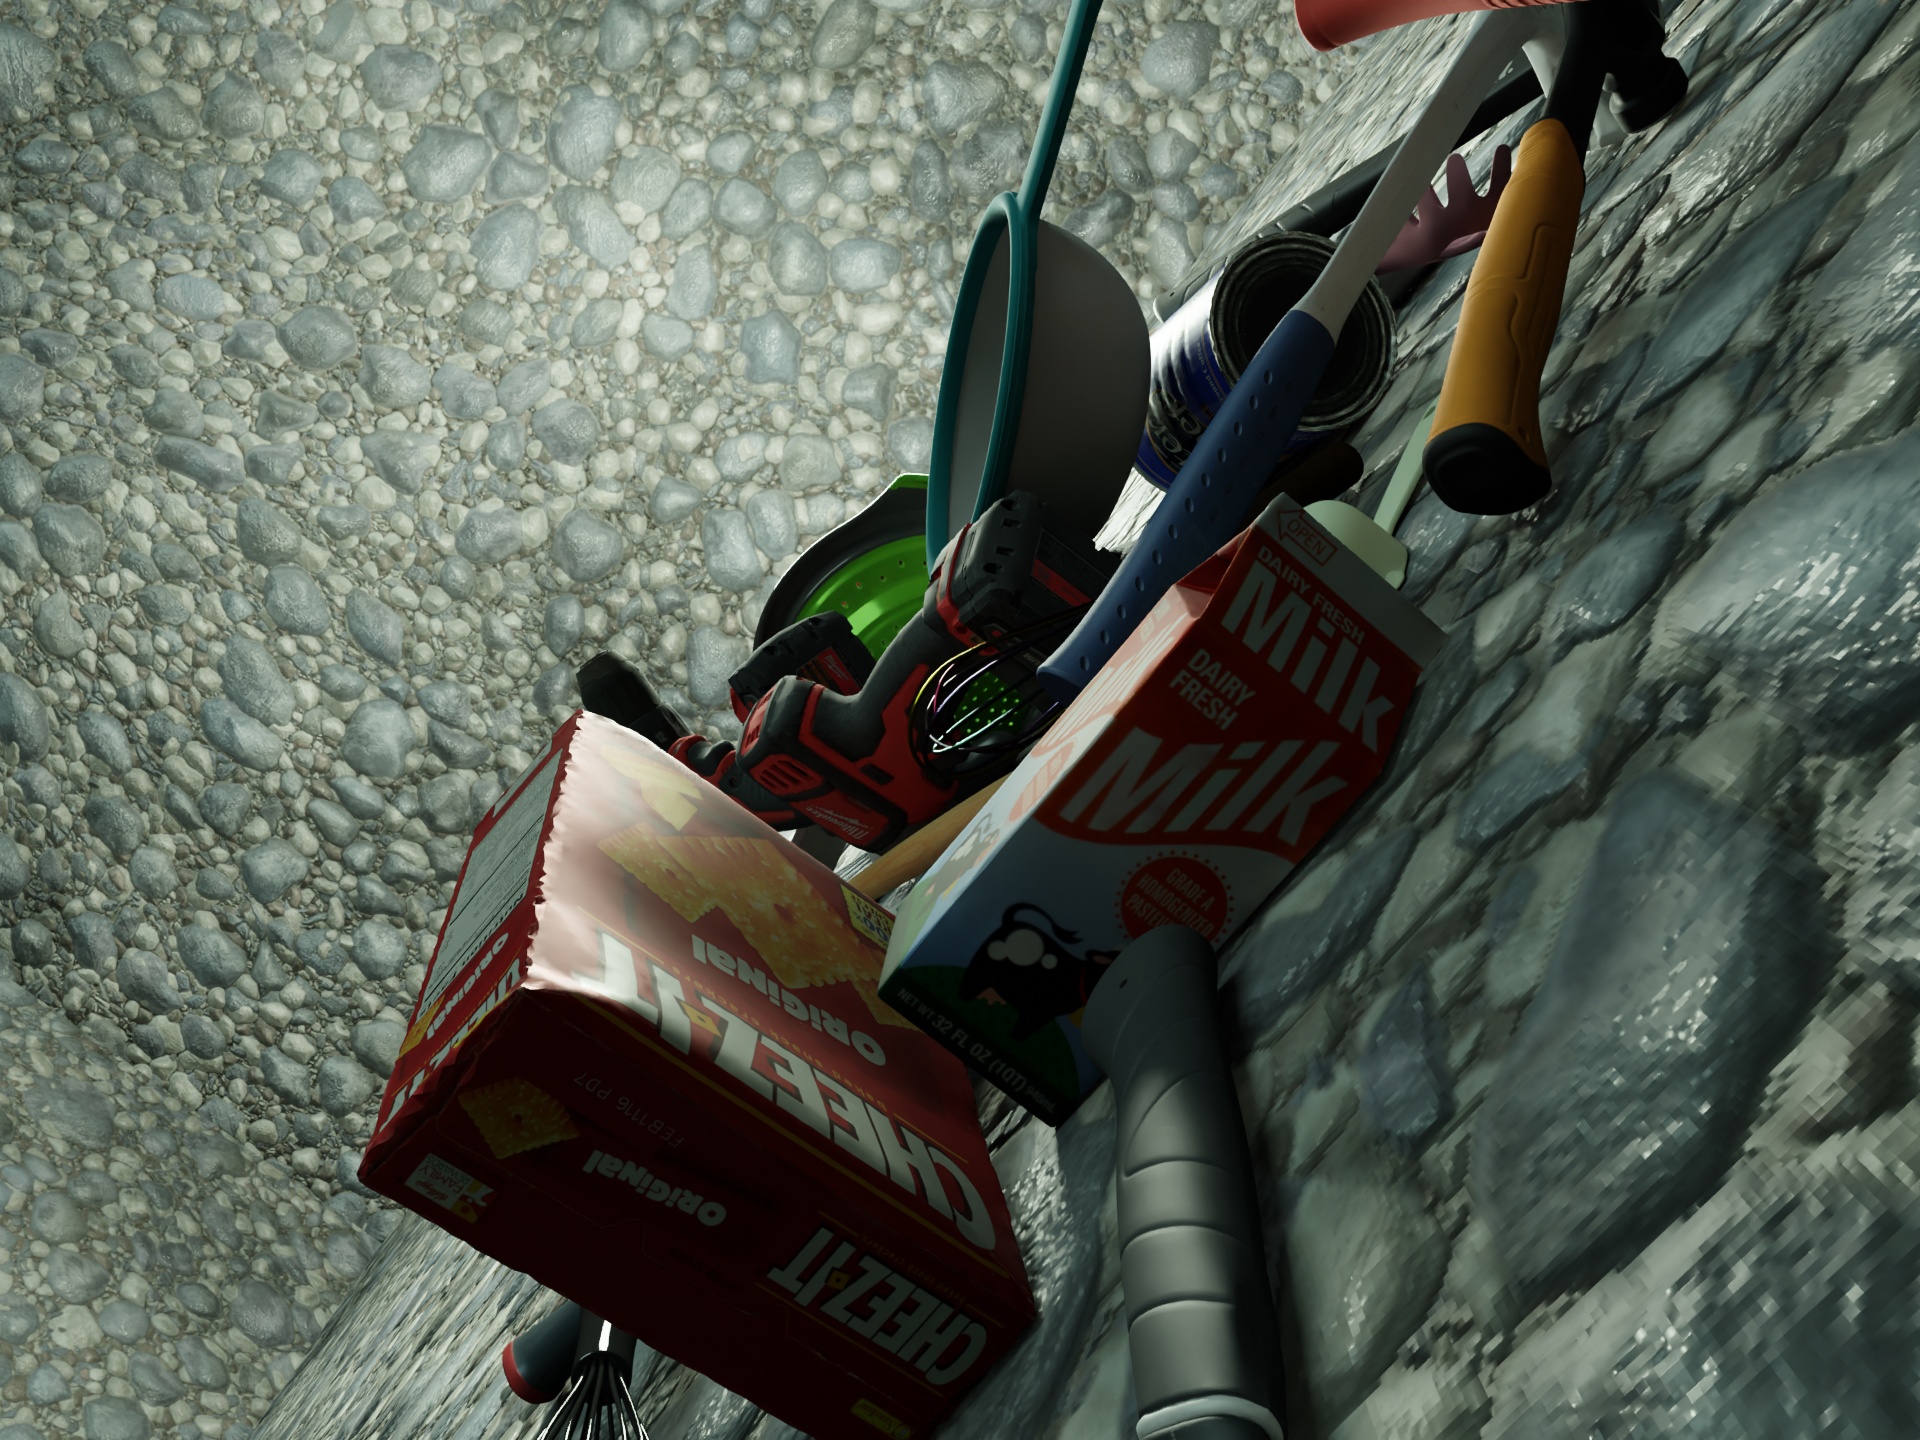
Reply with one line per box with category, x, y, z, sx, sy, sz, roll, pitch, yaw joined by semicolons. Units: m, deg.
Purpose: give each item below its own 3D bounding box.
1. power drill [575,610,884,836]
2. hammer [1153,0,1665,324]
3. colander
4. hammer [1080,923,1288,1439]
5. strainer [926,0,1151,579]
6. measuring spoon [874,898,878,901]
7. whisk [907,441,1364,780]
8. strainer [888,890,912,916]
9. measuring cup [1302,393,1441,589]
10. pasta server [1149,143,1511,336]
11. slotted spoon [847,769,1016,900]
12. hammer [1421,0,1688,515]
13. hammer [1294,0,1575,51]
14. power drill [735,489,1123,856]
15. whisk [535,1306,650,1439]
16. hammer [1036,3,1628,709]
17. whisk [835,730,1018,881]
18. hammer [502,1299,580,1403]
power drill;-0.140;0.012;0.978;0.080;0.188;0.226;-38;6;-41
hammer;0.232;-0.306;0.888;0.335;0.035;0.146;-26;38;48
colander;-0.053;0.037;1.042;0.397;0.204;0.095;-65;36;26
hammer;0.045;0.126;0.259;0.149;0.036;0.409;-48;8;15
strainer;0.061;-0.211;0.801;0.211;0.095;0.340;-95;17;-50
measuring spoon;-0.039;0.086;1.013;0.124;0.018;0.034;-46;9;29
whisk;0.078;-0.053;0.679;0.245;0.047;0.051;-35;-3;-15
strainer;-0.058;0.132;0.832;0.258;0.050;0.087;-42;17;22
measuring cup;0.148;-0.081;0.616;0.168;0.038;0.083;-57;9;-27
pasta server;0.181;-0.244;0.878;0.060;0.040;0.316;-11;3;-32
slotted spoon;0.018;0.038;0.742;0.313;0.031;0.070;-36;17;47
hammer;0.211;-0.199;0.585;0.034;0.127;0.337;-23;32;45
hammer;0.227;-0.257;0.508;0.149;0.036;0.359;-54;30;2
power drill;-0.001;-0.003;0.796;0.219;0.143;0.079;-38;26;40
whisk;-0.133;0.249;0.598;0.055;0.055;0.239;-51;13;3
hammer;0.157;-0.168;0.668;0.405;0.144;0.035;-57;26;-14
whisk;-0.065;0.102;0.981;0.284;0.070;0.070;-43;10;20
hammer;-0.104;0.207;0.748;0.386;0.038;0.143;-47;7;29
